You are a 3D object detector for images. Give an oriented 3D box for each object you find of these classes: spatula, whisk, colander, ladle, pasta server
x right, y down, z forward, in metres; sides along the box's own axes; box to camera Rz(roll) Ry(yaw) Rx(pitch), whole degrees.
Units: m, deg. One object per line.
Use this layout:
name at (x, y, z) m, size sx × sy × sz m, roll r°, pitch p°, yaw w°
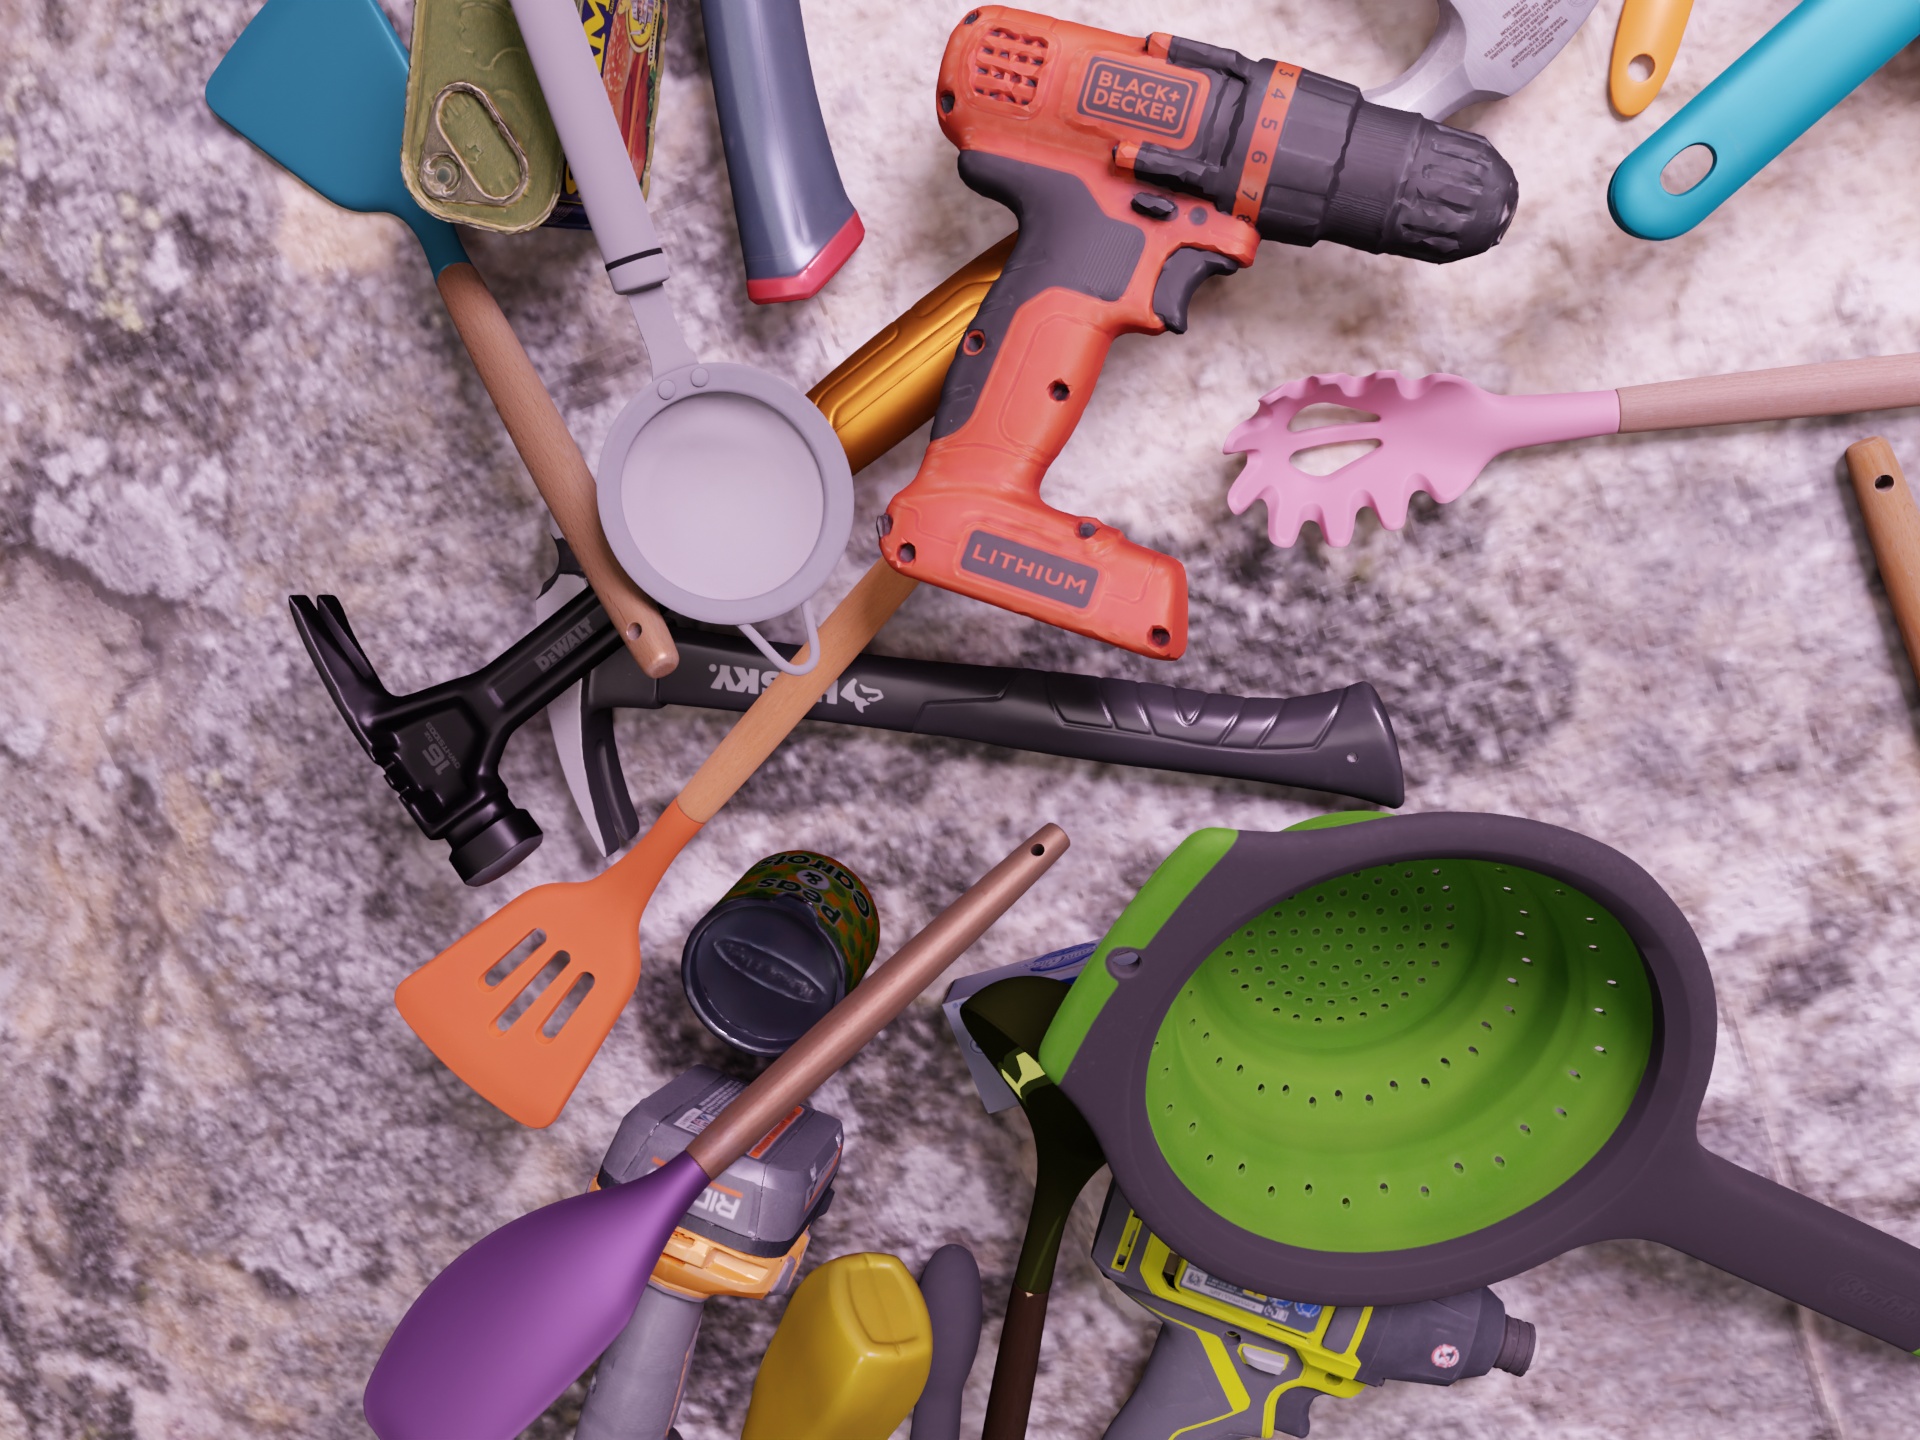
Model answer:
spatula at (-0.076, 0.140, 0.572) m, size 0.316 × 0.018 × 0.060 m, roll -40°, pitch 72°, yaw -18°
whisk at (-0.016, 0.361, 0.701) m, size 0.070 × 0.070 × 0.284 m, roll 8°, pitch 101°, yaw 10°
spatula at (-0.088, 0.019, 0.590) m, size 0.081 × 0.041 × 0.322 m, roll 42°, pitch 107°, yaw 0°
spatula at (-0.179, -0.142, 0.565) m, size 0.082 × 0.044 × 0.318 m, roll -39°, pitch 67°, yaw 16°
colander at (0.216, 0.133, 0.580) m, size 0.397 × 0.095 × 0.204 m, roll 25°, pitch 113°, yaw -15°
ladle at (0.015, 0.247, 0.626) m, size 0.078 × 0.062 × 0.320 m, roll 28°, pitch 116°, yaw 48°
pasta server at (0.247, -0.103, 0.526) m, size 0.316 × 0.040 × 0.060 m, roll -4°, pitch 116°, yaw 12°

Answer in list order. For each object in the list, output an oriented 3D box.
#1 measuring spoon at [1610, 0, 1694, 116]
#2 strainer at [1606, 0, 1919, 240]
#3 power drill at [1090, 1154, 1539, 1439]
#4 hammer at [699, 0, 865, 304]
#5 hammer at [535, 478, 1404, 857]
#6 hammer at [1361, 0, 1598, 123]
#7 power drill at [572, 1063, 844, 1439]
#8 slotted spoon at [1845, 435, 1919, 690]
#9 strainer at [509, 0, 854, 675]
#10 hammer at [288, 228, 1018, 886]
measuring spoon at (0.229, -0.252, 0.502) m, size 0.021 × 0.011 × 0.117 m, roll 14°, pitch 107°, yaw 8°
strainer at (0.320, -0.260, 0.438) m, size 0.340 × 0.095 × 0.211 m, roll -42°, pitch 93°, yaw 21°
power drill at (0.117, 0.294, 0.642) m, size 0.171 × 0.080 × 0.223 m, roll 18°, pitch 105°, yaw 7°
hammer at (-0.097, -0.331, 0.511) m, size 0.143 × 0.038 × 0.386 m, roll -12°, pitch 108°, yaw -18°
hammer at (-0.001, -0.002, 0.607) m, size 0.335 × 0.035 × 0.146 m, roll 7°, pitch 106°, yaw 10°
hammer at (0.074, -0.308, 0.437) m, size 0.128 × 0.033 × 0.330 m, roll -37°, pitch 120°, yaw 24°
power drill at (-0.122, 0.263, 0.653) m, size 0.084 × 0.185 × 0.226 m, roll 20°, pitch 89°, yaw 6°
slotted spoon at (0.362, 0.050, 0.549) m, size 0.070 × 0.031 × 0.313 m, roll -22°, pitch 98°, yaw 17°
strainer at (-0.100, -0.136, 0.512) m, size 0.087 × 0.050 × 0.258 m, roll -24°, pitch 105°, yaw -23°
hammer at (-0.082, -0.085, 0.572) m, size 0.337 × 0.034 × 0.127 m, roll -36°, pitch 89°, yaw 8°
